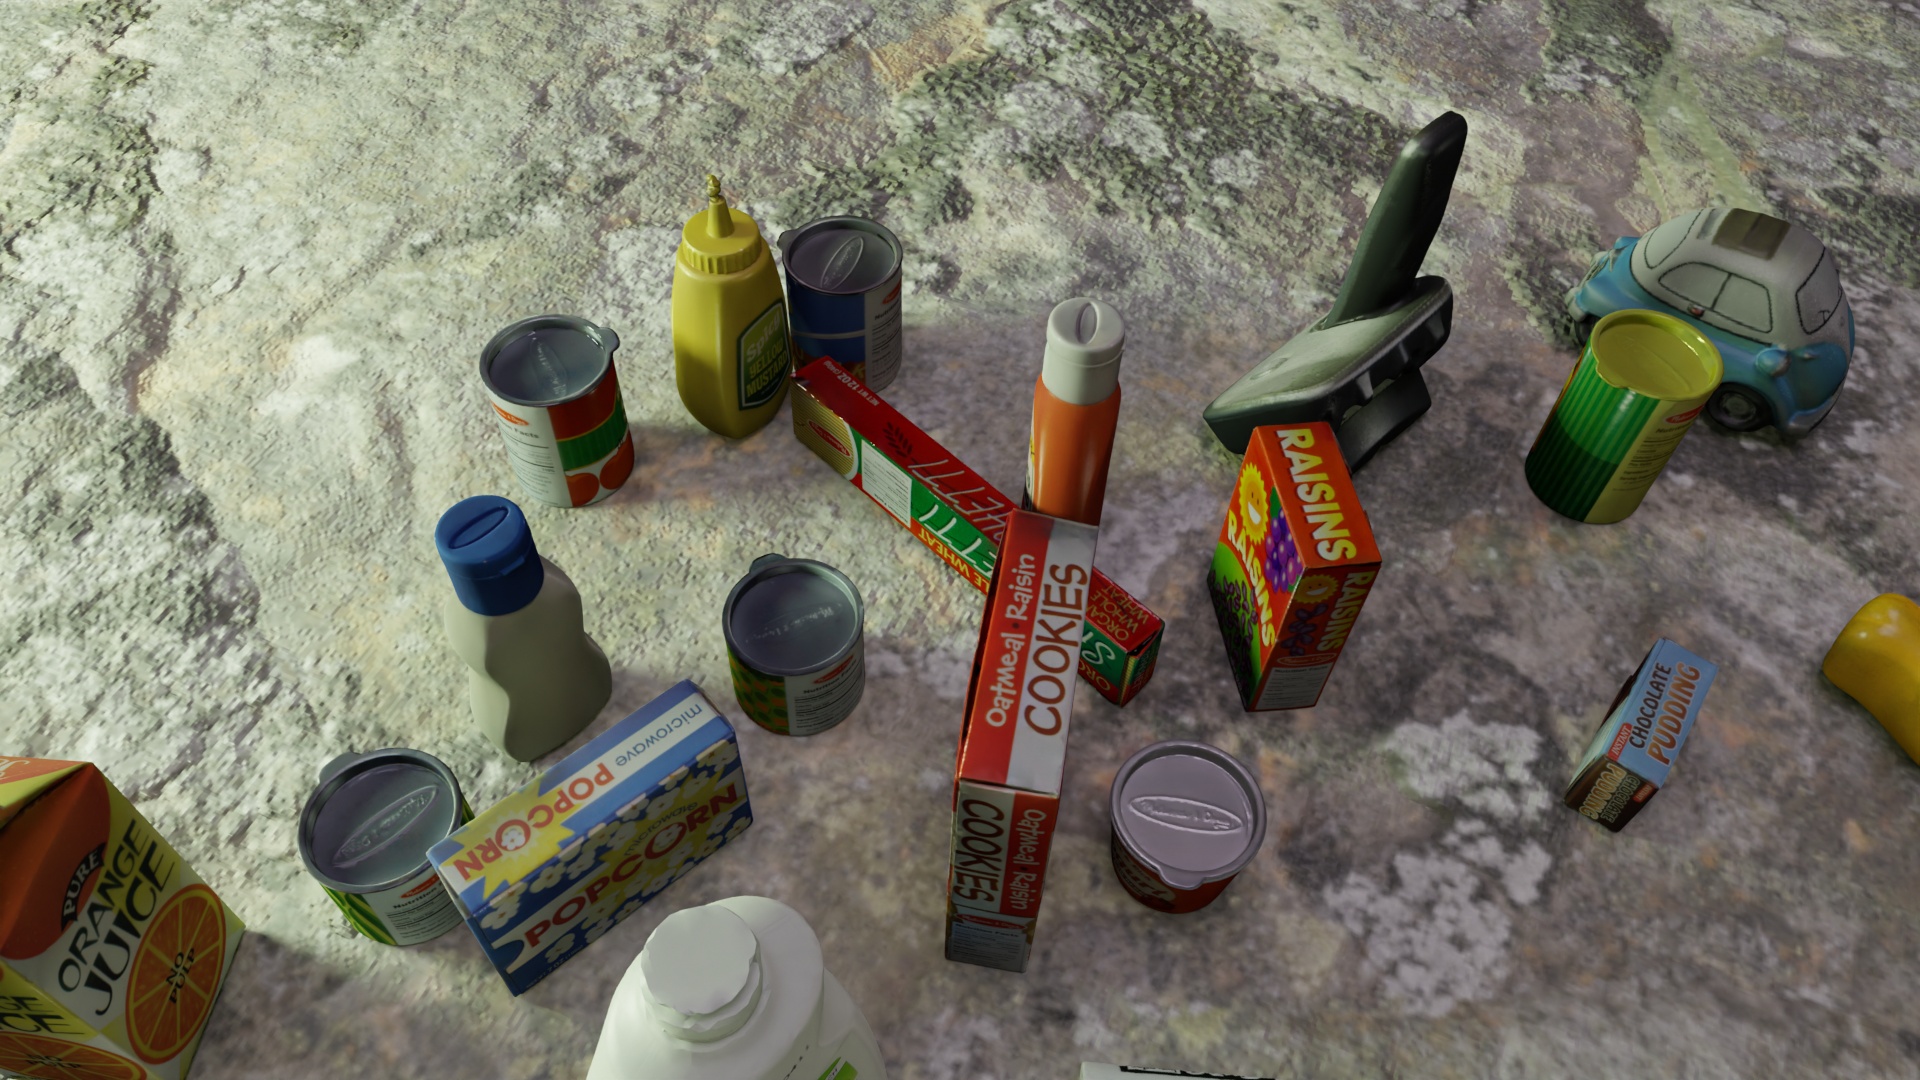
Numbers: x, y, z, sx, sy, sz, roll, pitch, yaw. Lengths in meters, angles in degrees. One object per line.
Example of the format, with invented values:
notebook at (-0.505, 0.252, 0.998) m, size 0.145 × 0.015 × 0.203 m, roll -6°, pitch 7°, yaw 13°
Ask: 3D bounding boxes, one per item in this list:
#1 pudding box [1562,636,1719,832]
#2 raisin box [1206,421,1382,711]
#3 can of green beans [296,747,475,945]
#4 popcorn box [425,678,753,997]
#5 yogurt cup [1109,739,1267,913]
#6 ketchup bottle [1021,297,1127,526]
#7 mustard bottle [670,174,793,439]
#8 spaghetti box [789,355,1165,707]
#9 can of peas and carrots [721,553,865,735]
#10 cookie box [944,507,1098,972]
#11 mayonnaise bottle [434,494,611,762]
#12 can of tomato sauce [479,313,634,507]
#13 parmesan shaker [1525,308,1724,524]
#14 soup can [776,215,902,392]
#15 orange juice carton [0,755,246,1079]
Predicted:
pudding box at (0.324, 0.092, 0.662) m, size 0.030 × 0.049 × 0.084 m, roll 31°, pitch 57°, yaw 20°
raisin box at (0.157, 0.015, 0.667) m, size 0.040 × 0.122 × 0.086 m, roll -4°, pitch 53°, yaw -6°
can of green beans at (-0.241, 0.132, 0.597) m, size 0.071 × 0.057 × 0.071 m, roll 1°, pitch 52°, yaw -2°
popcorn box at (-0.151, 0.125, 0.589) m, size 0.127 × 0.084 × 0.038 m, roll -34°, pitch 61°, yaw -26°
yogurt cup at (0.097, 0.130, 0.618) m, size 0.072 × 0.053 × 0.073 m, roll 1°, pitch 52°, yaw -2°
ketchup bottle at (0.057, -0.056, 0.701) m, size 0.043 × 0.148 × 0.065 m, roll 8°, pitch 52°, yaw 4°
mustard bottle at (-0.123, -0.125, 0.738) m, size 0.049 × 0.159 × 0.065 m, roll 27°, pitch 56°, yaw 17°
spaghetti box at (0.003, -0.009, 0.723) m, size 0.029 × 0.050 × 0.250 m, roll -37°, pitch 62°, yaw -27°
can of peas and carrots at (-0.080, 0.050, 0.668) m, size 0.071 × 0.058 × 0.071 m, roll 1°, pitch 52°, yaw -2°
cookie box at (0.022, 0.087, 0.576) m, size 0.040 × 0.166 × 0.123 m, roll 9°, pitch 52°, yaw 4°
mayonnaise bottle at (-0.195, 0.039, 0.614) m, size 0.041 × 0.147 × 0.065 m, roll 36°, pitch 59°, yaw 23°
can of tomato sauce at (-0.210, -0.069, 0.738) m, size 0.071 × 0.082 × 0.071 m, roll 1°, pitch 52°, yaw -2°
parmesan shaker at (0.353, -0.064, 0.751) m, size 0.071 × 0.102 × 0.072 m, roll 1°, pitch 52°, yaw -2°
soup can at (-0.069, -0.134, 0.796) m, size 0.071 × 0.083 × 0.072 m, roll 1°, pitch 52°, yaw -2°
orange juice carton at (-0.342, 0.134, 0.505) m, size 0.072 × 0.191 × 0.073 m, roll 4°, pitch 52°, yaw 1°
